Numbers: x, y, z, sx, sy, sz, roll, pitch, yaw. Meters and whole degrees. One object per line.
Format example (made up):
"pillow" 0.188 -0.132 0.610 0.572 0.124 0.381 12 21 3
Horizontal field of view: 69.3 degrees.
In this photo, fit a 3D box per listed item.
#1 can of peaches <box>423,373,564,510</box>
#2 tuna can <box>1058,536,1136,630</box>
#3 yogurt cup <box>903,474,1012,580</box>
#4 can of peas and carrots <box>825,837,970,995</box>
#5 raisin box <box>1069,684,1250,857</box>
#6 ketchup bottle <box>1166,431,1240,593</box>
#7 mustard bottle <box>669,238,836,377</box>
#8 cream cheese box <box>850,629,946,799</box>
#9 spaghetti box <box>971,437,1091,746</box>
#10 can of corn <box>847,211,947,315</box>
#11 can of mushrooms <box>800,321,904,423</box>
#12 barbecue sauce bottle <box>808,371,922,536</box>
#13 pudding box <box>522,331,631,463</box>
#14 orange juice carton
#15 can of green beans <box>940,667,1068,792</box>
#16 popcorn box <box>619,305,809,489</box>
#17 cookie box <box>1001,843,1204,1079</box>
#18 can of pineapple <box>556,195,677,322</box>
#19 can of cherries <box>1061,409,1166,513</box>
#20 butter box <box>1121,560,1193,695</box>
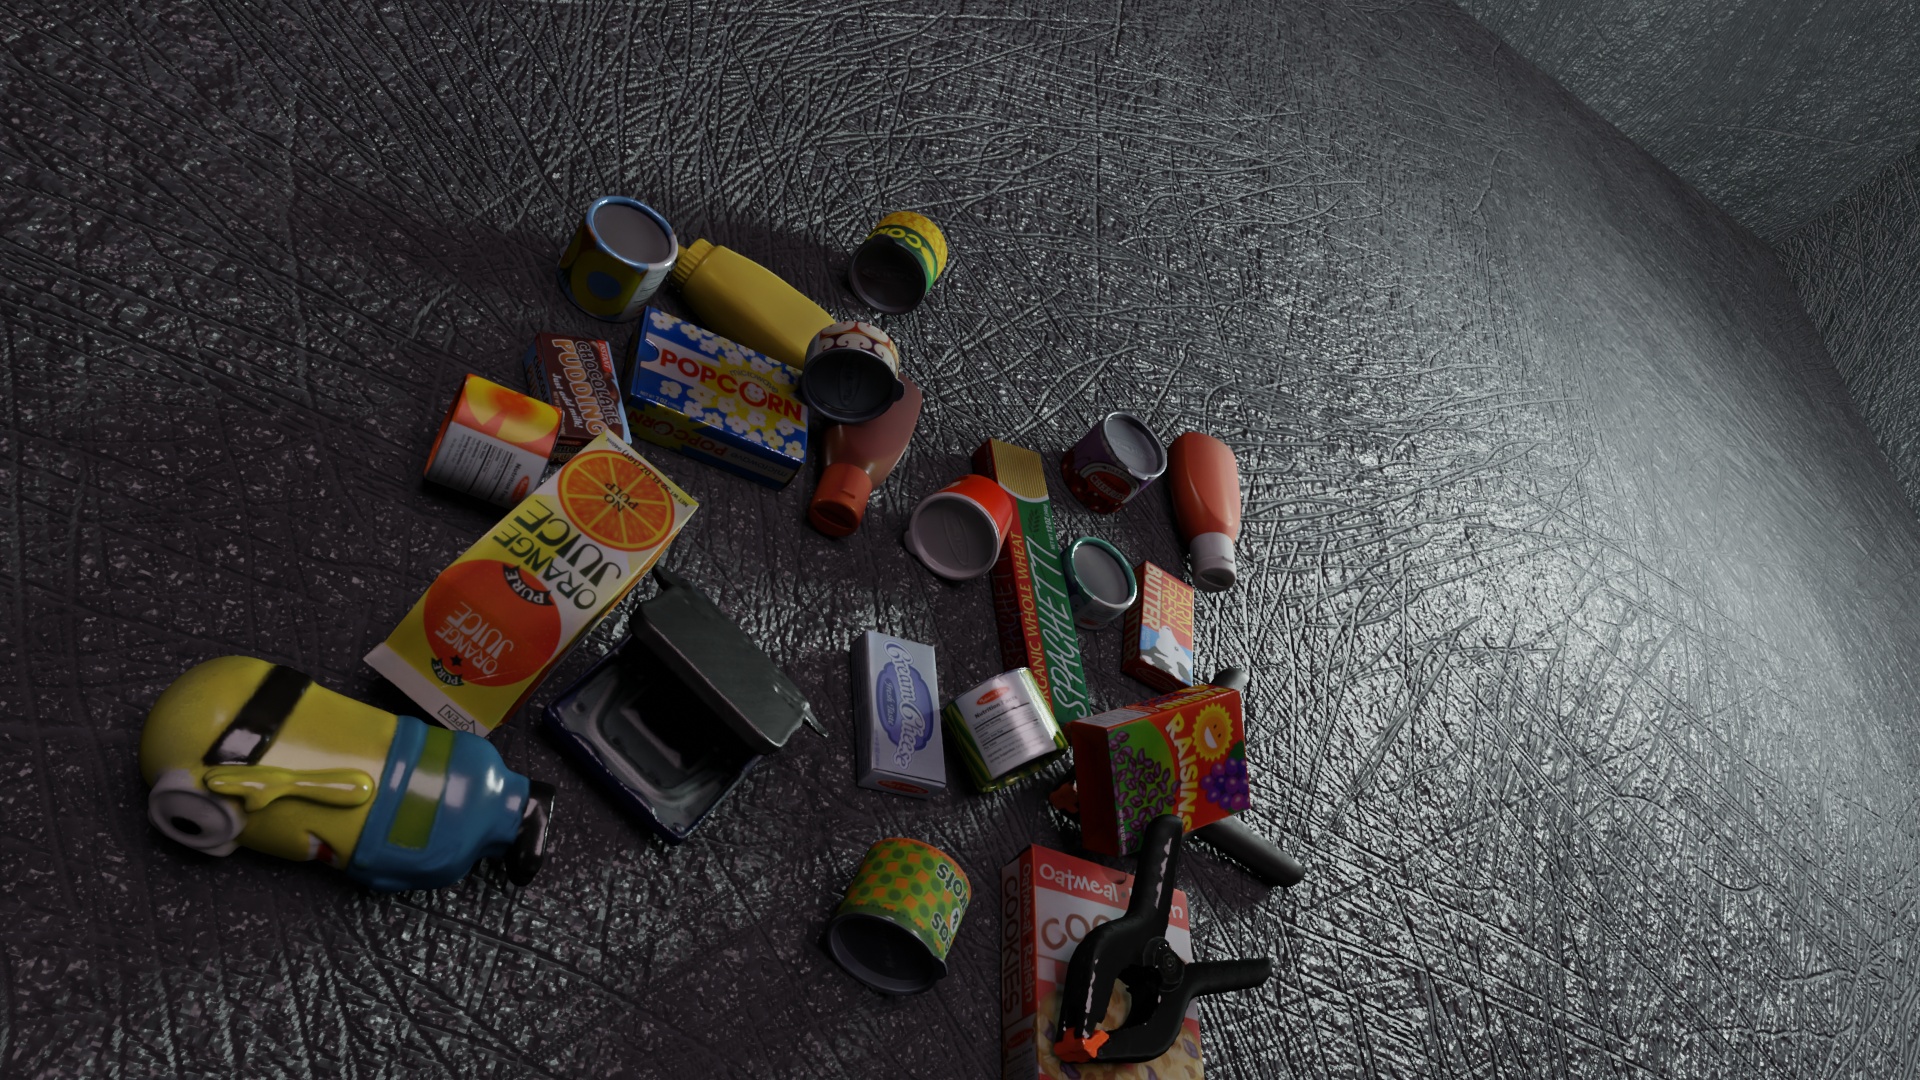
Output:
"can of peaches" -0.269 -0.057 0.803 0.058 0.071 0.071 22 45 -24
"tuna can" 0.099 0.030 1.060 0.071 0.032 0.071 22 46 -25
"yogurt cup" 0.004 -0.012 0.994 0.072 0.072 0.054 43 32 -3
"can of peas and carrots" -0.031 0.209 0.775 0.071 0.070 0.059 39 40 -8
"raisin box" 0.133 0.149 0.914 0.124 0.040 0.086 -10 95 -35
"ketchup bottle" 0.212 -0.024 1.190 0.065 0.043 0.149 23 45 -22
"mustard bottle" -0.158 -0.172 1.002 0.160 0.048 0.066 38 40 -7
"cream cheese box" -0.041 0.110 0.884 0.053 0.024 0.104 18 47 -29
"spaghetti box" 0.050 0.033 1.021 0.050 0.028 0.251 15 49 -29
"can of corn" -0.050 -0.227 1.121 0.071 0.071 0.058 37 40 -9
"can of mushrooms" -0.073 -0.116 0.957 0.071 0.070 0.034 25 39 -22
"barbecue sauce bottle" -0.072 -0.066 0.990 0.065 0.043 0.149 29 43 -13
"pudding box" -0.242 -0.088 0.877 0.050 0.030 0.084 5 54 -38
"orange juice carton" -0.232 0.028 0.756 0.072 0.072 0.194 40 41 -6
"can of green beans" 0.029 0.123 0.899 0.071 0.071 0.058 -9 64 -43
"popcorn box" -0.165 -0.095 0.941 0.127 0.038 0.085 21 47 -26
"cookie box" 0.086 0.280 0.836 0.123 0.040 0.168 23 45 -24
"can of pineapple" -0.236 -0.193 0.948 0.071 0.057 0.071 22 46 -24
"can of cherries" 0.125 -0.062 1.139 0.071 0.058 0.072 23 45 -25
"butter box" 0.155 0.069 1.081 0.053 0.024 0.104 29 43 -19
